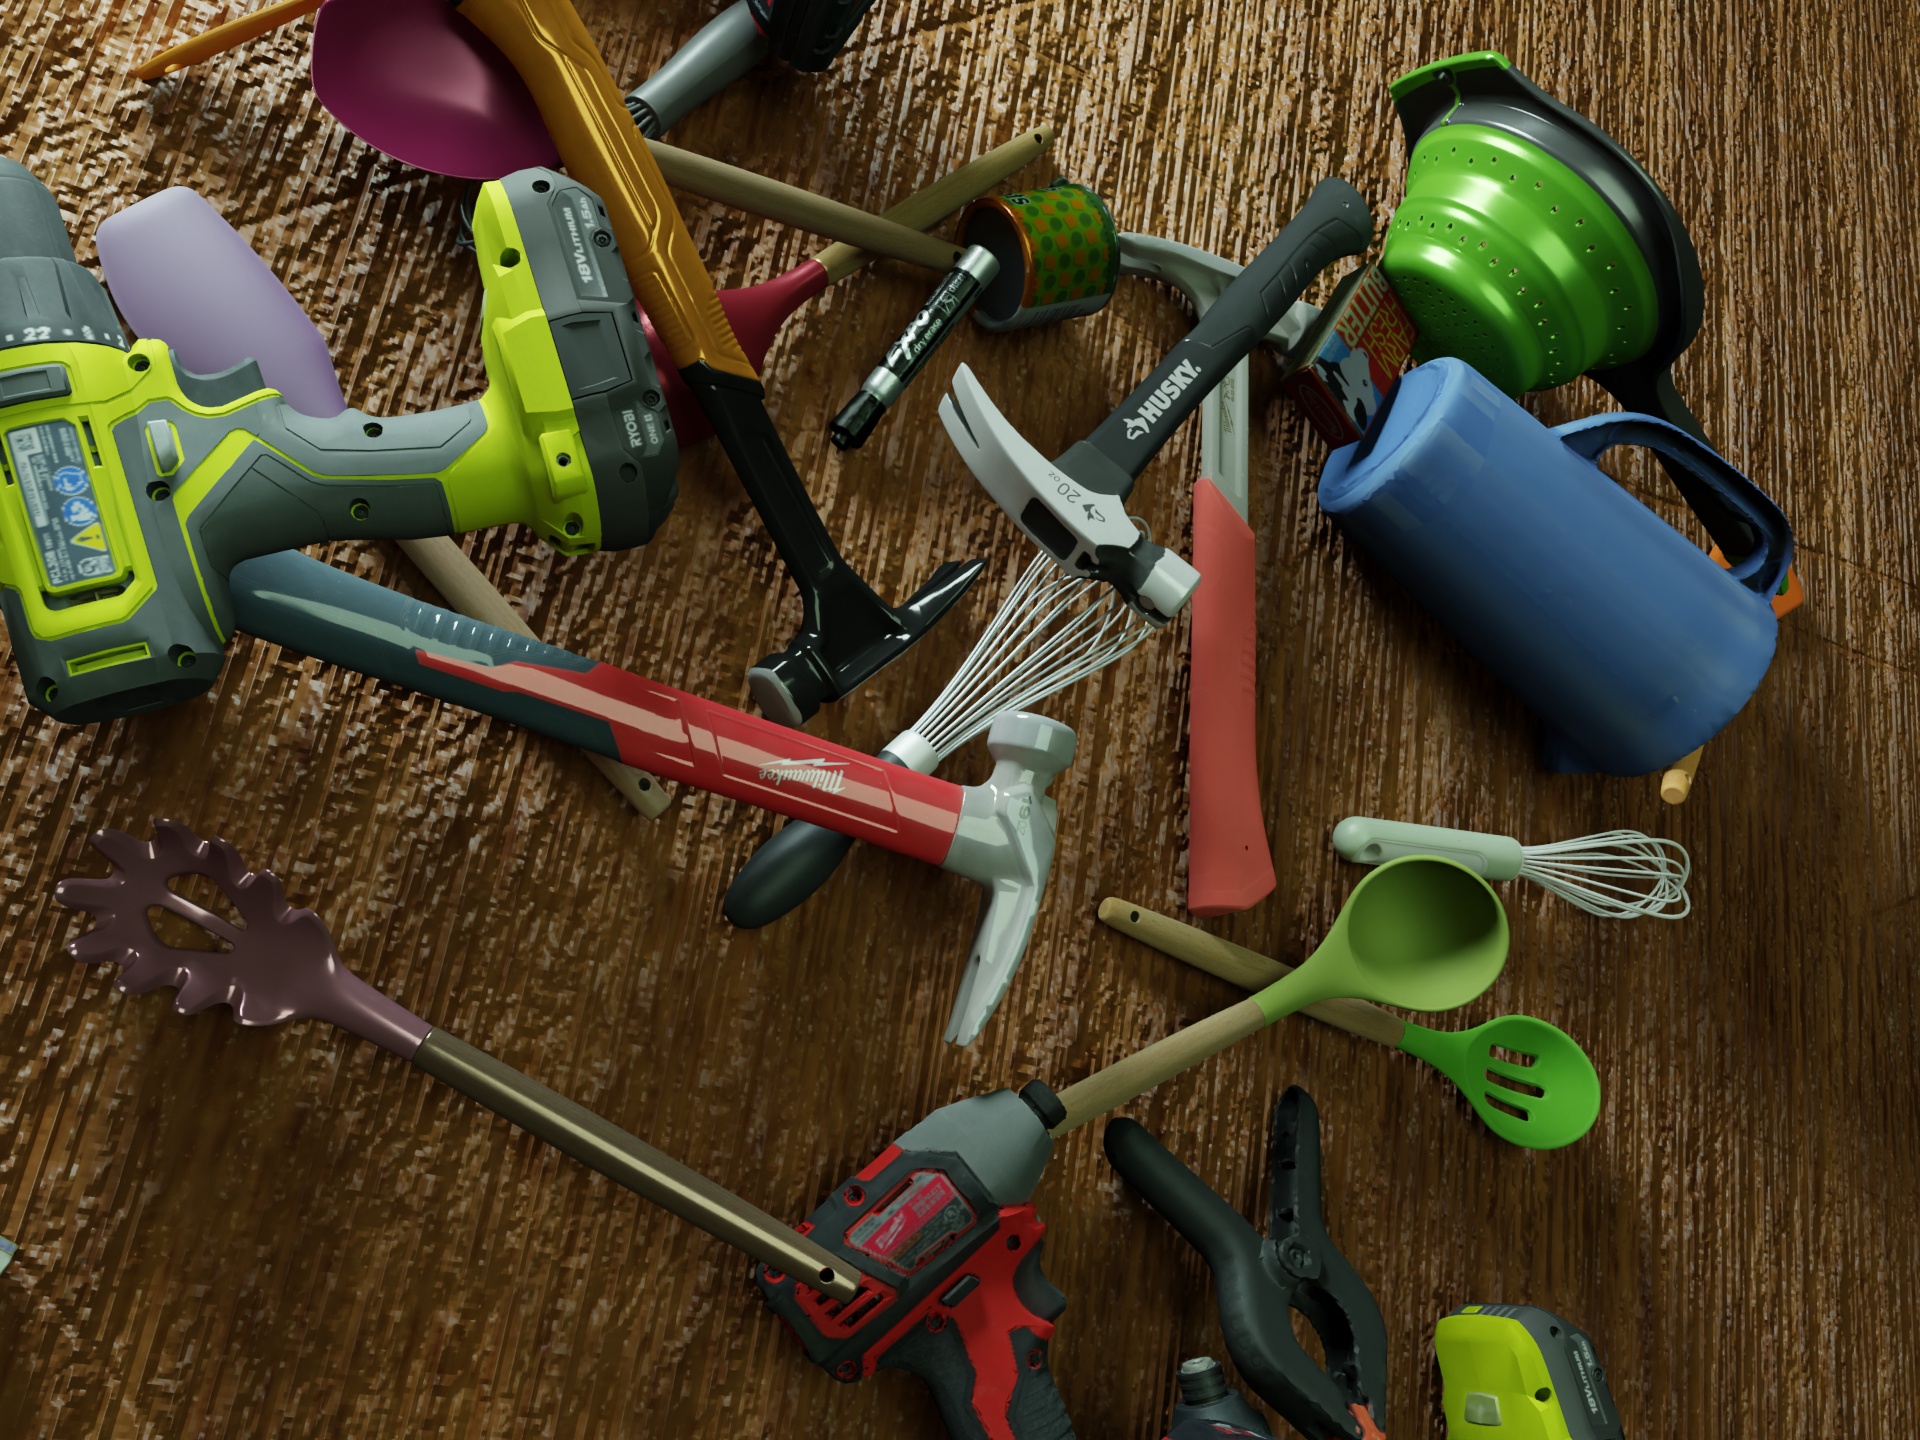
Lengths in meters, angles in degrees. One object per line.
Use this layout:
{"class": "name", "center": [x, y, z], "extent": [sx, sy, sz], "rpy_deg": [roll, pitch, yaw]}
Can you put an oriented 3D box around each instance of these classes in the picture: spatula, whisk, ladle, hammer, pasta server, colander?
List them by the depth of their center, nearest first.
{"class": "pasta server", "center": [-0.172, 0.132, 0.577], "extent": [0.316, 0.040, 0.060], "rpy_deg": [32, 78, -6]}
{"class": "hammer", "center": [-0.144, 0.011, 0.629], "extent": [0.386, 0.038, 0.143], "rpy_deg": [20, 77, -16]}
{"class": "spatula", "center": [-0.227, -0.080, 0.643], "extent": [0.316, 0.018, 0.060], "rpy_deg": [50, 61, -8]}
{"class": "hammer", "center": [-0.106, -0.169, 0.672], "extent": [0.127, 0.034, 0.336], "rpy_deg": [-39, 114, -29]}
{"class": "whisk", "center": [-0.143, -0.277, 0.726], "extent": [0.055, 0.055, 0.239], "rpy_deg": [43, 57, -13]}
{"class": "whisk", "center": [-0.001, -0.003, 0.727], "extent": [0.284, 0.070, 0.070], "rpy_deg": [-42, 99, -25]}
{"class": "ladle", "center": [0.122, 0.146, 0.738], "extent": [0.320, 0.062, 0.078], "rpy_deg": [-21, 85, -23]}
{"class": "ladle", "center": [-0.052, -0.227, 0.775], "extent": [0.315, 0.031, 0.069], "rpy_deg": [-42, 101, -32]}
{"class": "hammer", "center": [0.123, -0.192, 0.804], "extent": [0.146, 0.035, 0.335], "rpy_deg": [39, 55, 3]}
{"class": "hammer", "center": [0.130, -0.078, 0.829], "extent": [0.149, 0.037, 0.359], "rpy_deg": [12, 71, -26]}
{"class": "whisk", "center": [0.311, 0.079, 0.884], "extent": [0.246, 0.057, 0.059], "rpy_deg": [9, 39, -23]}
{"class": "colander", "center": [0.357, -0.193, 0.928], "extent": [0.094, 0.205, 0.396], "rpy_deg": [-45, 110, -3]}
{"class": "spatula", "center": [0.467, -0.037, 0.973], "extent": [0.081, 0.041, 0.323], "rpy_deg": [54, 41, -7]}

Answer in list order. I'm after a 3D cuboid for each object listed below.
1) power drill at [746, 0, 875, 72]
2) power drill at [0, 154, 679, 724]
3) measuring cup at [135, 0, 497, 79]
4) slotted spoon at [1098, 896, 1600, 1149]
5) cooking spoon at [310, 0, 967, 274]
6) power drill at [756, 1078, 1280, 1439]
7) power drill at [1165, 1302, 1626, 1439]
{"class": "power drill", "center": [-0.140, -0.394, 0.720], "extent": [0.226, 0.080, 0.188], "rpy_deg": [29, 57, -7]}
{"class": "power drill", "center": [-0.231, -0.118, 0.558], "extent": [0.228, 0.080, 0.190], "rpy_deg": [-16, 88, -18]}
{"class": "measuring cup", "center": [-0.246, -0.279, 0.660], "extent": [0.173, 0.095, 0.052], "rpy_deg": [-28, 103, -12]}
{"class": "slotted spoon", "center": [0.203, 0.150, 0.817], "extent": [0.313, 0.031, 0.070], "rpy_deg": [24, 67, -20]}
{"class": "cooking spoon", "center": [-0.119, -0.239, 0.693], "extent": [0.318, 0.017, 0.069], "rpy_deg": [6, 88, -38]}
{"class": "power drill", "center": [0.037, 0.260, 0.639], "extent": [0.143, 0.078, 0.220], "rpy_deg": [-39, 83, -17]}
{"class": "power drill", "center": [0.200, 0.357, 0.732], "extent": [0.223, 0.080, 0.171], "rpy_deg": [-8, 77, -28]}
